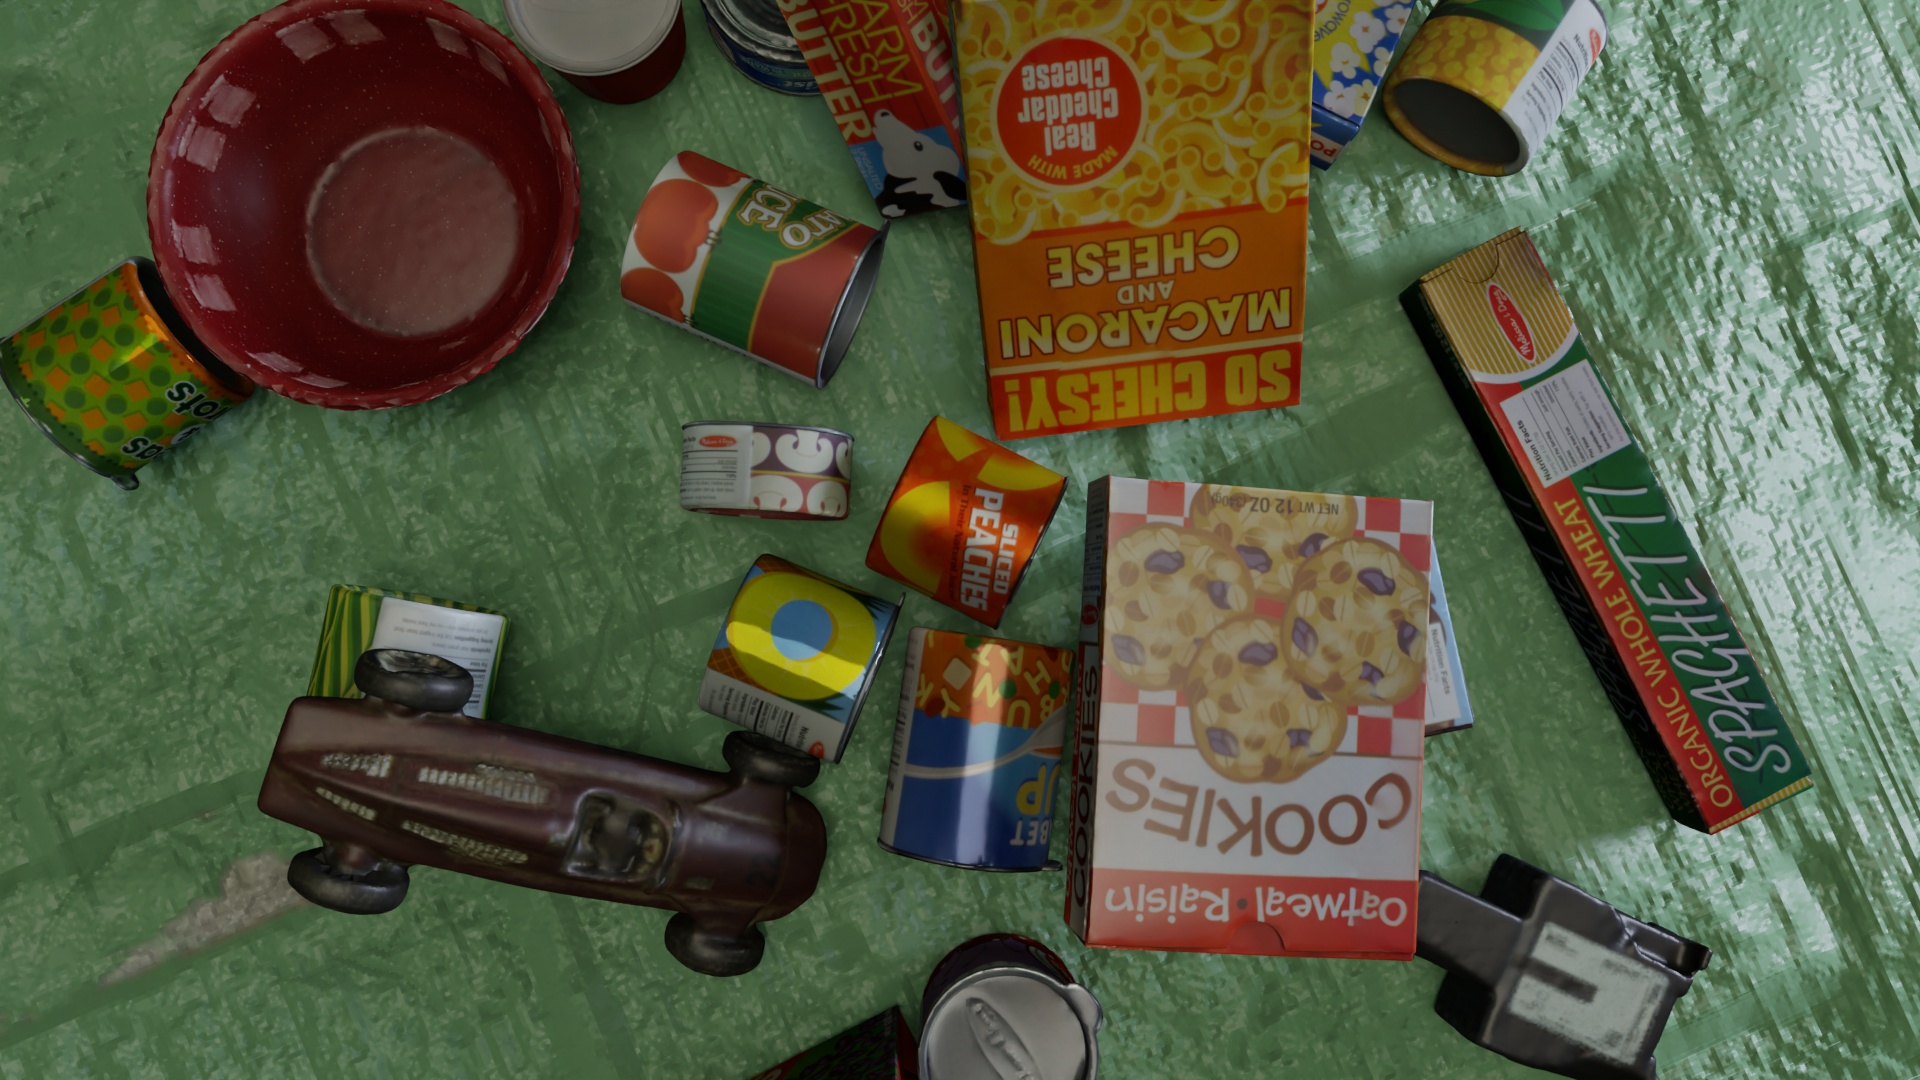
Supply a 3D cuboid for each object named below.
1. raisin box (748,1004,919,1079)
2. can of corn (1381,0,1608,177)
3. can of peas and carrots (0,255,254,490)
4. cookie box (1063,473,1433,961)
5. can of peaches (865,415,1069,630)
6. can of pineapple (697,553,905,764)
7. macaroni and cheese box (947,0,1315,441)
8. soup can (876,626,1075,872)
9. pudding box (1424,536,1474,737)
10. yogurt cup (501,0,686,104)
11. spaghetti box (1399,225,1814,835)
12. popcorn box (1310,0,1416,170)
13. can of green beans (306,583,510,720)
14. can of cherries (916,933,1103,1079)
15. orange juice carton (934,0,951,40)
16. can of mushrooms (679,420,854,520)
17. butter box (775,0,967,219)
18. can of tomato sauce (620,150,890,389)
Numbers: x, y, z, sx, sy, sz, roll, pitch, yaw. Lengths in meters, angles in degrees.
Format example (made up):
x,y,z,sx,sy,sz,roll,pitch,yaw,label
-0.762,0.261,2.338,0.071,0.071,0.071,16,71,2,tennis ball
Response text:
x,y,z,sx,sy,sz,roll,pitch,yaw,label
-0.070,0.229,0.511,0.123,0.086,0.040,-25,93,-3,raisin box
0.209,-0.188,0.553,0.071,0.071,0.058,33,87,1,can of corn
-0.316,-0.064,0.533,0.059,0.071,0.071,-35,88,-3,can of peas and carrots
0.105,0.064,0.511,0.123,0.040,0.167,4,86,-7,cookie box
0.002,-0.007,0.534,0.058,0.071,0.071,26,87,1,can of peaches
-0.060,0.043,0.533,0.058,0.071,0.071,22,87,0,can of pineapple
0.065,-0.125,0.516,0.124,0.040,0.165,-7,122,0,macaroni and cheese box
0.009,0.079,0.531,0.071,0.071,0.084,9,87,-1,soup can
0.170,0.038,0.556,0.050,0.030,0.083,-12,87,-1,pudding box
-0.140,-0.209,0.550,0.072,0.054,0.072,0,87,-1,yogurt cup
0.259,-0.004,0.561,0.050,0.028,0.250,-27,88,-3,spaghetti box
0.137,-0.223,0.555,0.085,0.038,0.127,26,76,0,popcorn box
-0.211,0.051,0.528,0.071,0.071,0.058,11,86,-1,can of green beans
0.019,0.188,0.530,0.071,0.058,0.071,0,86,-1,can of cherries
0.037,-0.262,0.537,0.072,0.073,0.192,20,86,27,orange juice carton
-0.073,-0.026,0.537,0.071,0.071,0.033,3,87,-1,can of mushrooms
-0.026,-0.174,0.528,0.024,0.053,0.103,-55,131,-37,butter box
-0.079,-0.107,0.539,0.083,0.071,0.071,23,87,1,can of tomato sauce
